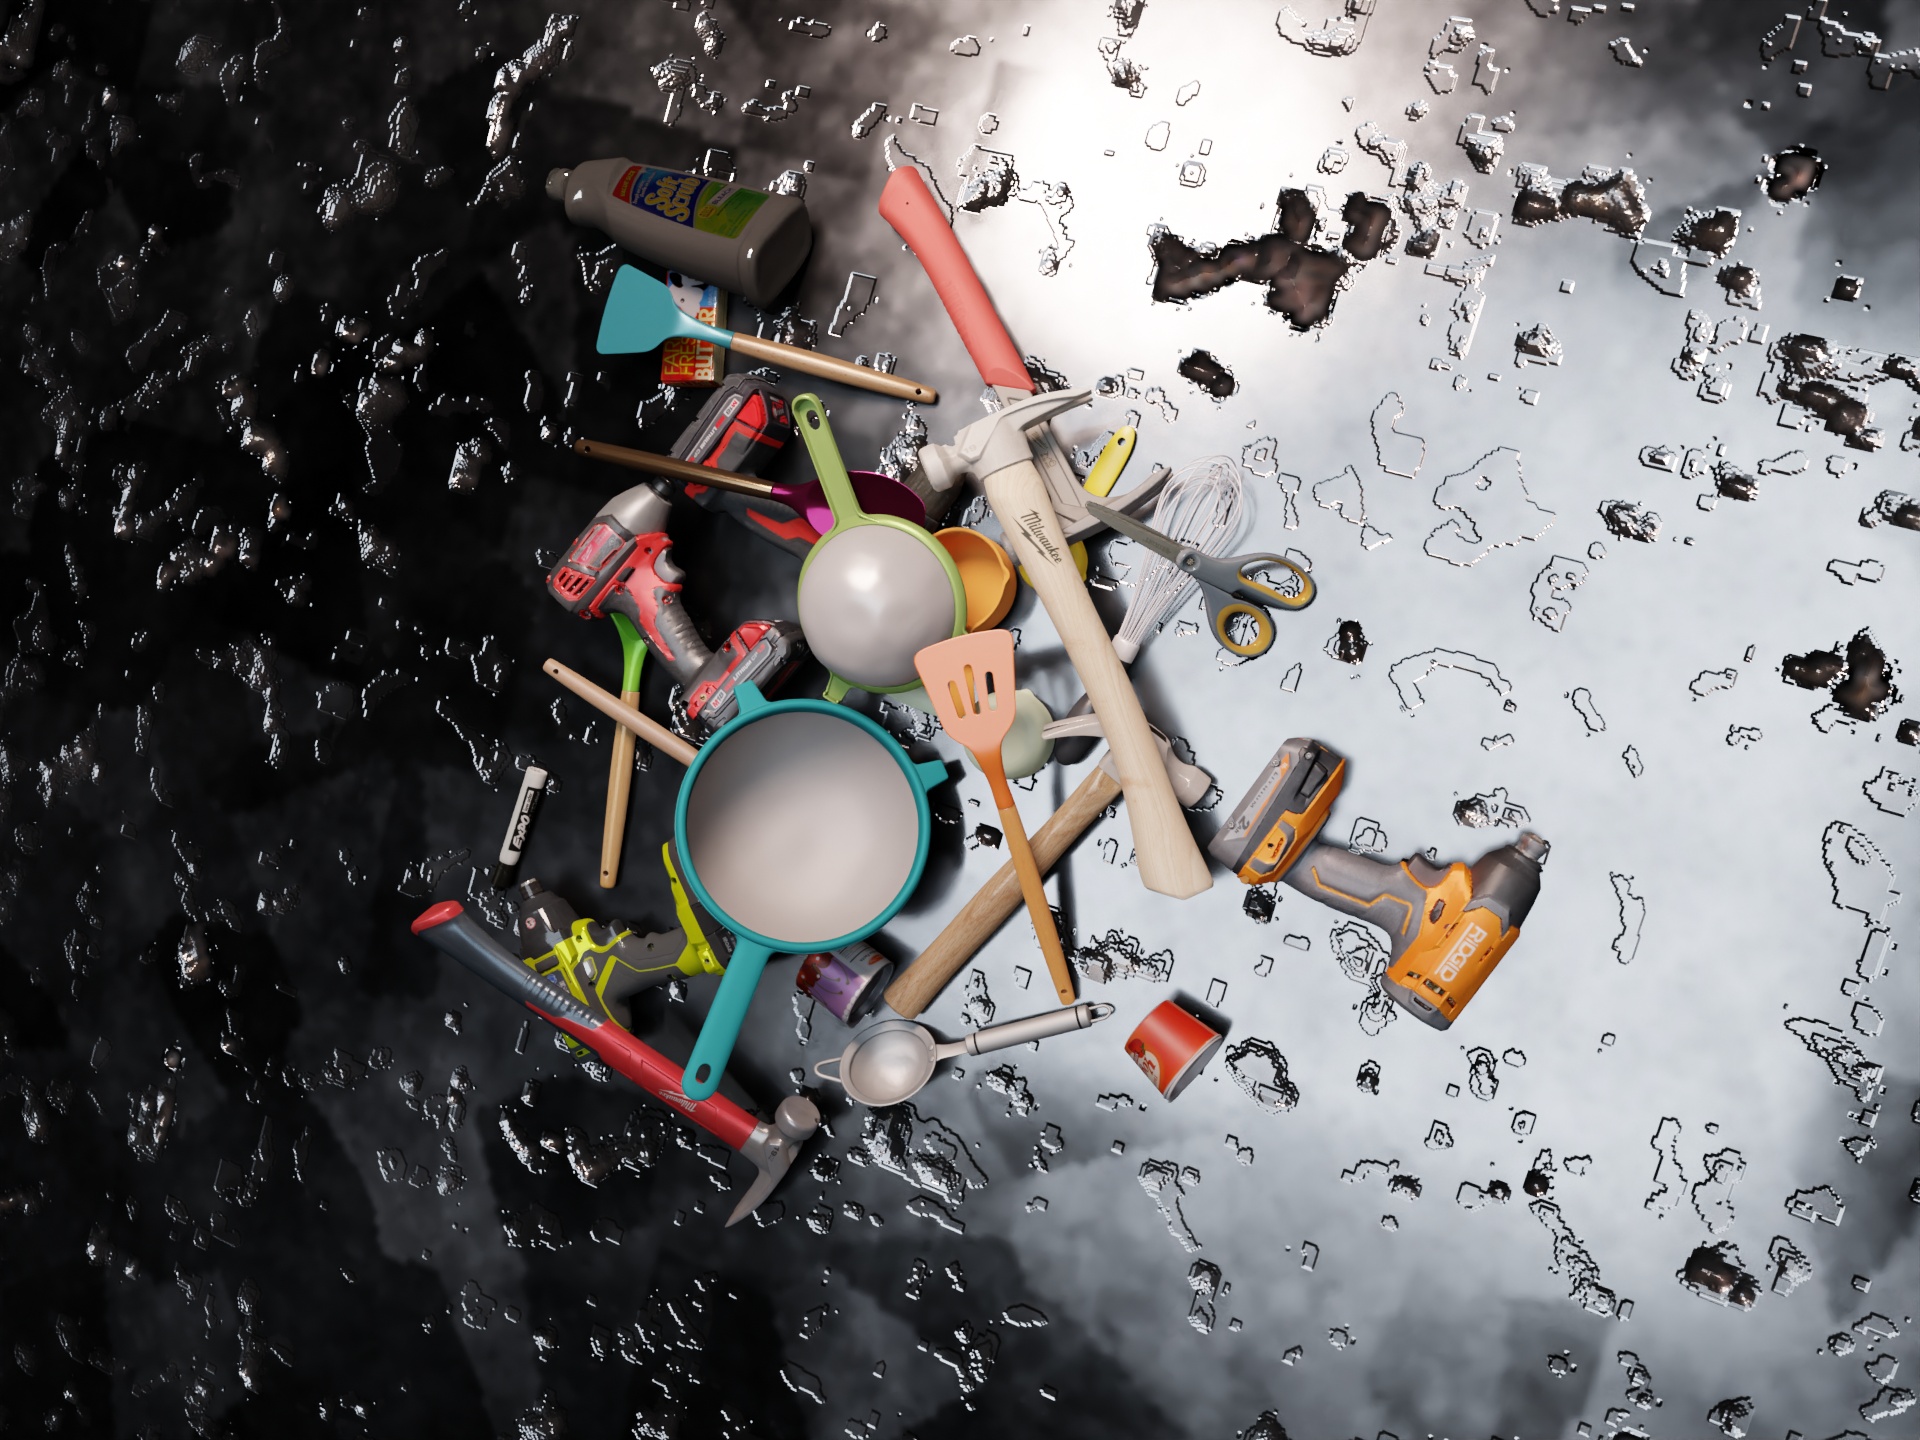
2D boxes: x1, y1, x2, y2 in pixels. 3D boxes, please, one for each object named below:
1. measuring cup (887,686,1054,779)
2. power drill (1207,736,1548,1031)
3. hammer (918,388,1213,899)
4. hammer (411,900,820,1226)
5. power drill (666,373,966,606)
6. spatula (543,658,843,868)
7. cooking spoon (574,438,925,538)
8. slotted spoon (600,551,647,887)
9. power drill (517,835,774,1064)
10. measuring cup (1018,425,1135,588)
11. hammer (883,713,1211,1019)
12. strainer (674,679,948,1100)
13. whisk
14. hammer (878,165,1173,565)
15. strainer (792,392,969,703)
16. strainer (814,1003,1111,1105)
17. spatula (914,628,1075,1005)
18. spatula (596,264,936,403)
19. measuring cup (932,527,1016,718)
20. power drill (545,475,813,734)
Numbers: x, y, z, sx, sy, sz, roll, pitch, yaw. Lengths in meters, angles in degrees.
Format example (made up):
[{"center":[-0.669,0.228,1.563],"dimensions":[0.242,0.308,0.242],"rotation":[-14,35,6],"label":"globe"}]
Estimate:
[{"center":[-0.002,-0.004,1.345],"dimensions":[0.168,0.038,0.083],"rotation":[22,97,15],"label":"measuring cup"},{"center":[0.324,0.107,1.219],"dimensions":[0.226,0.084,0.164],"rotation":[36,100,11],"label":"power drill"},{"center":[0.111,-0.058,1.248],"dimensions":[0.146,0.038,0.411],"rotation":[-24,84,6],"label":"hammer"},{"center":[-0.315,0.289,1.385],"dimensions":[0.386,0.038,0.143],"rotation":[34,115,0],"label":"hammer"},{"center":[-0.121,-0.202,1.369],"dimensions":[0.227,0.080,0.188],"rotation":[43,102,11],"label":"power drill"},{"center":[-0.241,0.030,1.419],"dimensions":[0.316,0.018,0.060],"rotation":[32,94,8],"label":"spatula"},{"center":[-0.180,-0.198,1.337],"dimensions":[0.319,0.017,0.068],"rotation":[14,109,12],"label":"cooking spoon"},{"center":[-0.306,-0.002,1.452],"dimensions":[0.070,0.031,0.314],"rotation":[8,94,15],"label":"slotted spoon"},{"center":[-0.287,0.188,1.416],"dimensions":[0.223,0.080,0.171],"rotation":[-27,87,19],"label":"power drill"},{"center":[0.099,-0.176,1.317],"dimensions":[0.062,0.029,0.156],"rotation":[32,101,16],"label":"measuring cup"},{"center":[0.049,0.125,1.320],"dimensions":[0.130,0.031,0.331],"rotation":[40,106,-6],"label":"hammer"},{"center":[-0.158,0.151,1.326],"dimensions":[0.211,0.095,0.340],"rotation":[23,75,-7],"label":"strainer"},{"center":[0.149,-0.086,1.292],"dimensions":[0.070,0.070,0.284],"rotation":[31,104,16],"label":"whisk"},{"center":[0.034,-0.313,1.326],"dimensions":[0.149,0.036,0.359],"rotation":[-27,77,6],"label":"hammer"},{"center":[-0.092,-0.137,1.279],"dimensions":[0.151,0.069,0.256],"rotation":[-16,100,23],"label":"strainer"},{"center":[0.004,0.278,1.342],"dimensions":[0.258,0.050,0.087],"rotation":[-17,41,12],"label":"strainer"},{"center":[0.044,0.086,1.282],"dimensions":[0.081,0.041,0.322],"rotation":[-15,109,9],"label":"spatula"},{"center":[-0.171,-0.325,1.394],"dimensions":[0.317,0.044,0.082],"rotation":[17,92,6],"label":"spatula"},{"center":[0.006,-0.073,1.335],"dimensions":[0.095,0.052,0.173],"rotation":[-4,88,19],"label":"measuring cup"},{"center":[-0.242,-0.102,1.387],"dimensions":[0.220,0.078,0.143],"rotation":[42,99,6],"label":"power drill"}]
